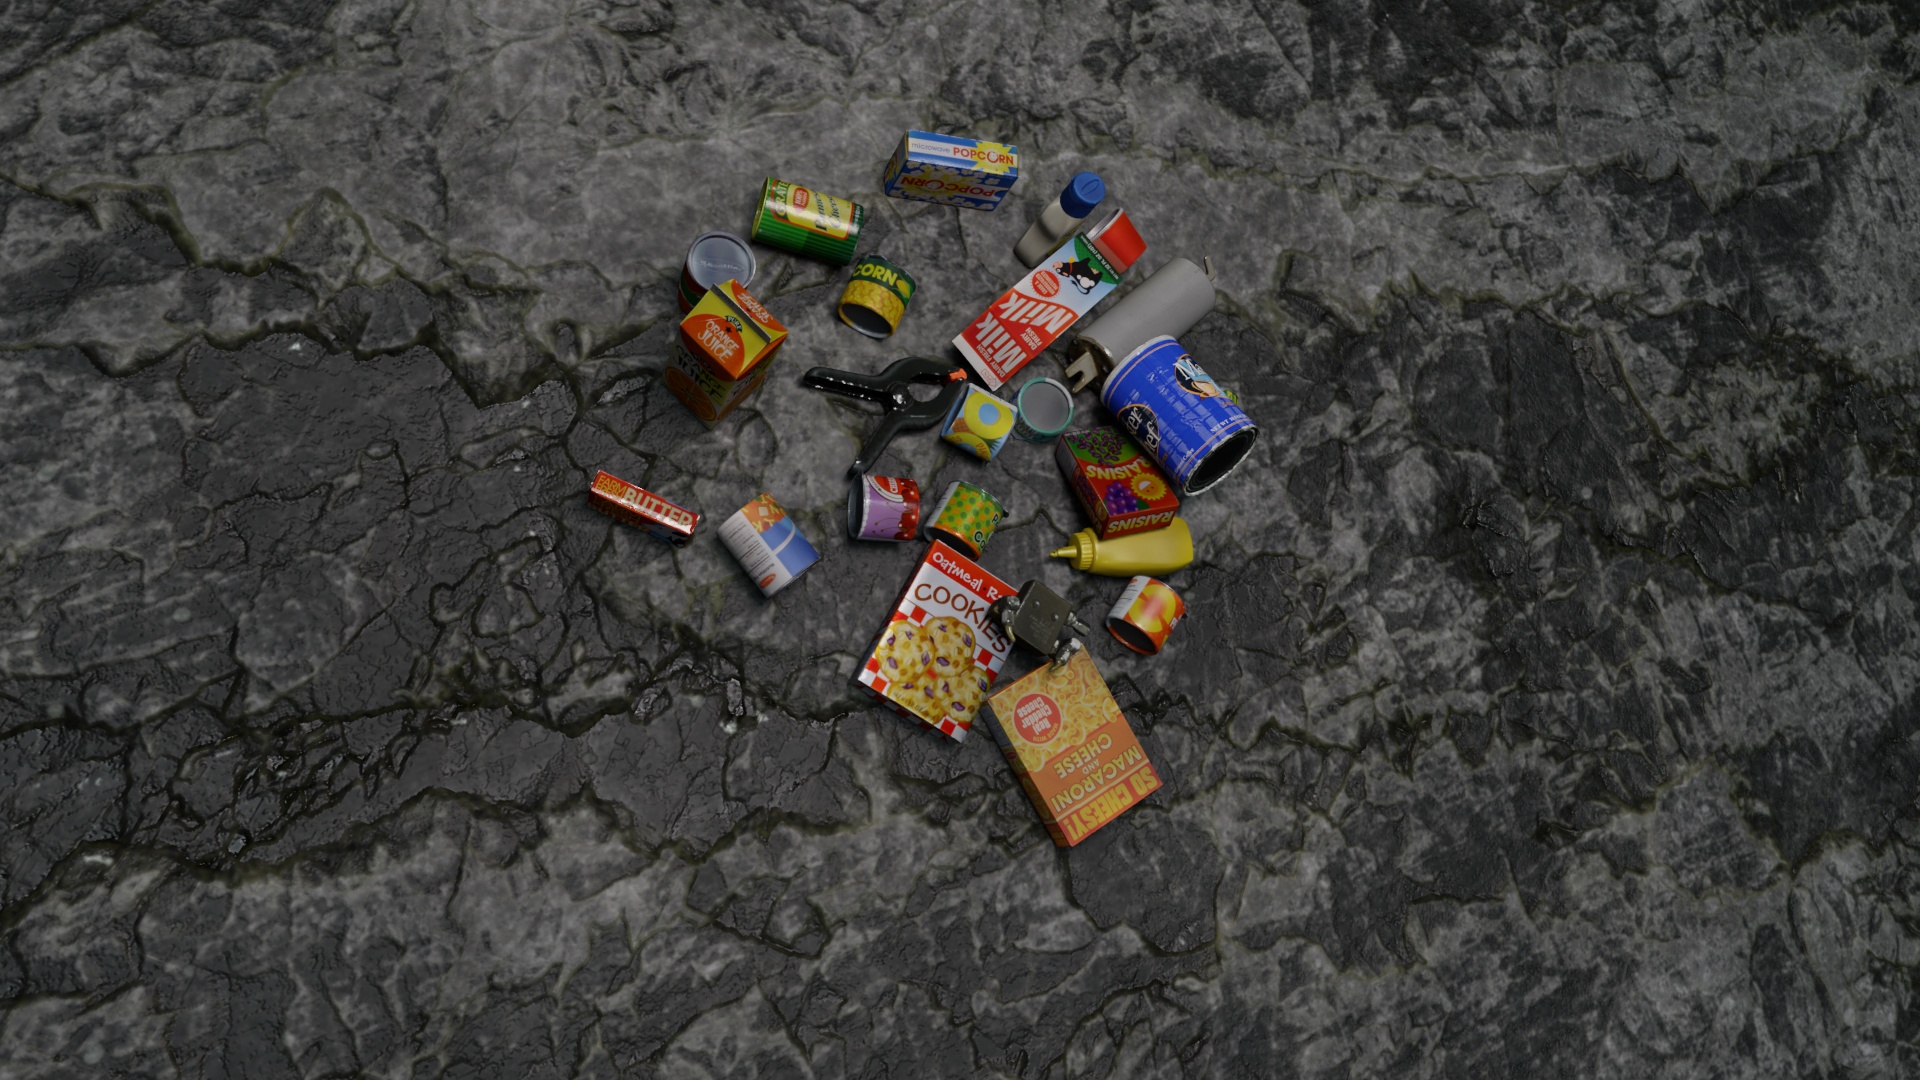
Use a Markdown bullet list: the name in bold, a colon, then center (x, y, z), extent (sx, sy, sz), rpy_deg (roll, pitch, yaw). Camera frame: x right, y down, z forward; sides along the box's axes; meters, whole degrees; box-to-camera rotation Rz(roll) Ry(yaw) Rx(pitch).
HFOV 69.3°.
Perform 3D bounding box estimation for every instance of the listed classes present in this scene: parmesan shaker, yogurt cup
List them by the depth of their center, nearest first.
- **parmesan shaker**: center (-0.158, -0.332, 1.439), extent (0.103, 0.071, 0.071), rpy_deg (13, 73, -16)
- **yogurt cup**: center (0.171, -0.330, 1.554), extent (0.054, 0.072, 0.072), rpy_deg (46, 67, -12)

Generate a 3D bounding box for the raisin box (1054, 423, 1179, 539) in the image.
- **raisin box**: center (0.164, -0.064, 1.470), extent (0.086, 0.039, 0.124), rpy_deg (-10, 52, -22)

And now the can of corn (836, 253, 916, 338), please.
- **can of corn**: center (-0.088, -0.253, 1.440), extent (0.071, 0.071, 0.058), rpy_deg (27, 70, -11)

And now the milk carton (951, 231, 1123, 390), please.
- **milk carton**: center (0.078, -0.242, 1.493), extent (0.191, 0.073, 0.072), rpy_deg (-41, 93, -23)

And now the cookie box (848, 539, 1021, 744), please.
- **cookie box**: center (-0.017, 0.101, 1.391), extent (0.123, 0.040, 0.168), rpy_deg (33, 69, -11)

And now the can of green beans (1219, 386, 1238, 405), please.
- **can of green beans**: center (0.271, -0.133, 1.537), extent (0.071, 0.071, 0.058), rpy_deg (15, 73, -15)

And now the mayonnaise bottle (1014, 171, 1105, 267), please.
- **mayonnaise bottle**: center (0.109, -0.345, 1.489), extent (0.065, 0.147, 0.041), rpy_deg (-41, 92, -23)

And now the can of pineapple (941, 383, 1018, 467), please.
- **can of pineapple**: center (0.019, -0.121, 1.446), extent (0.058, 0.071, 0.071), rpy_deg (27, 70, -11)

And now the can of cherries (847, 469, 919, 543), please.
- **can of cherries**: center (-0.077, -0.034, 1.389), extent (0.058, 0.071, 0.071), rpy_deg (5, 75, -18)

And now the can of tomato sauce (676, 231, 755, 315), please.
- **can of tomato sauce**: center (-0.244, -0.258, 1.380), extent (0.071, 0.083, 0.071), rpy_deg (5, 76, -18)

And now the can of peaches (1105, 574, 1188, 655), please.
- **can of peaches**: center (0.195, 0.080, 1.456), extent (0.071, 0.071, 0.058), rpy_deg (40, 68, -6)

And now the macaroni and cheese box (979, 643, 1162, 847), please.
- **macaroni and cheese box**: center (0.111, 0.207, 1.409), extent (0.124, 0.040, 0.166), rpy_deg (-28, 87, -23)

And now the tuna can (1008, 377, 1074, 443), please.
- **tuna can**: center (0.085, -0.139, 1.491), extent (0.071, 0.032, 0.071), rpy_deg (5, 75, -18)

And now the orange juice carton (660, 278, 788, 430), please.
- **orange juice carton**: center (-0.222, -0.179, 1.309), extent (0.072, 0.192, 0.073), rpy_deg (45, 67, -3)

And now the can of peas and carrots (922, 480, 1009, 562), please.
- **can of peas and carrots**: center (0.005, -0.018, 1.414), extent (0.071, 0.070, 0.059), rpy_deg (34, 69, -9)

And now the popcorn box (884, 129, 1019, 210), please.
- **popcorn box**: center (-0.010, -0.397, 1.495), extent (0.127, 0.085, 0.038), rpy_deg (4, 75, -18)

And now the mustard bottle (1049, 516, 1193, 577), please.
- **mustard bottle**: center (0.166, 0.008, 1.474), extent (0.160, 0.048, 0.065), rpy_deg (-3, 74, -19)

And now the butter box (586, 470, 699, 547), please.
- **butter box**: center (-0.302, -0.029, 1.318), extent (0.103, 0.053, 0.024), rpy_deg (25, 68, -12)

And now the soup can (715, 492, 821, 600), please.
- **soup can**: center (-0.184, 0.004, 1.345), extent (0.071, 0.071, 0.084), rpy_deg (-39, 91, -23)
